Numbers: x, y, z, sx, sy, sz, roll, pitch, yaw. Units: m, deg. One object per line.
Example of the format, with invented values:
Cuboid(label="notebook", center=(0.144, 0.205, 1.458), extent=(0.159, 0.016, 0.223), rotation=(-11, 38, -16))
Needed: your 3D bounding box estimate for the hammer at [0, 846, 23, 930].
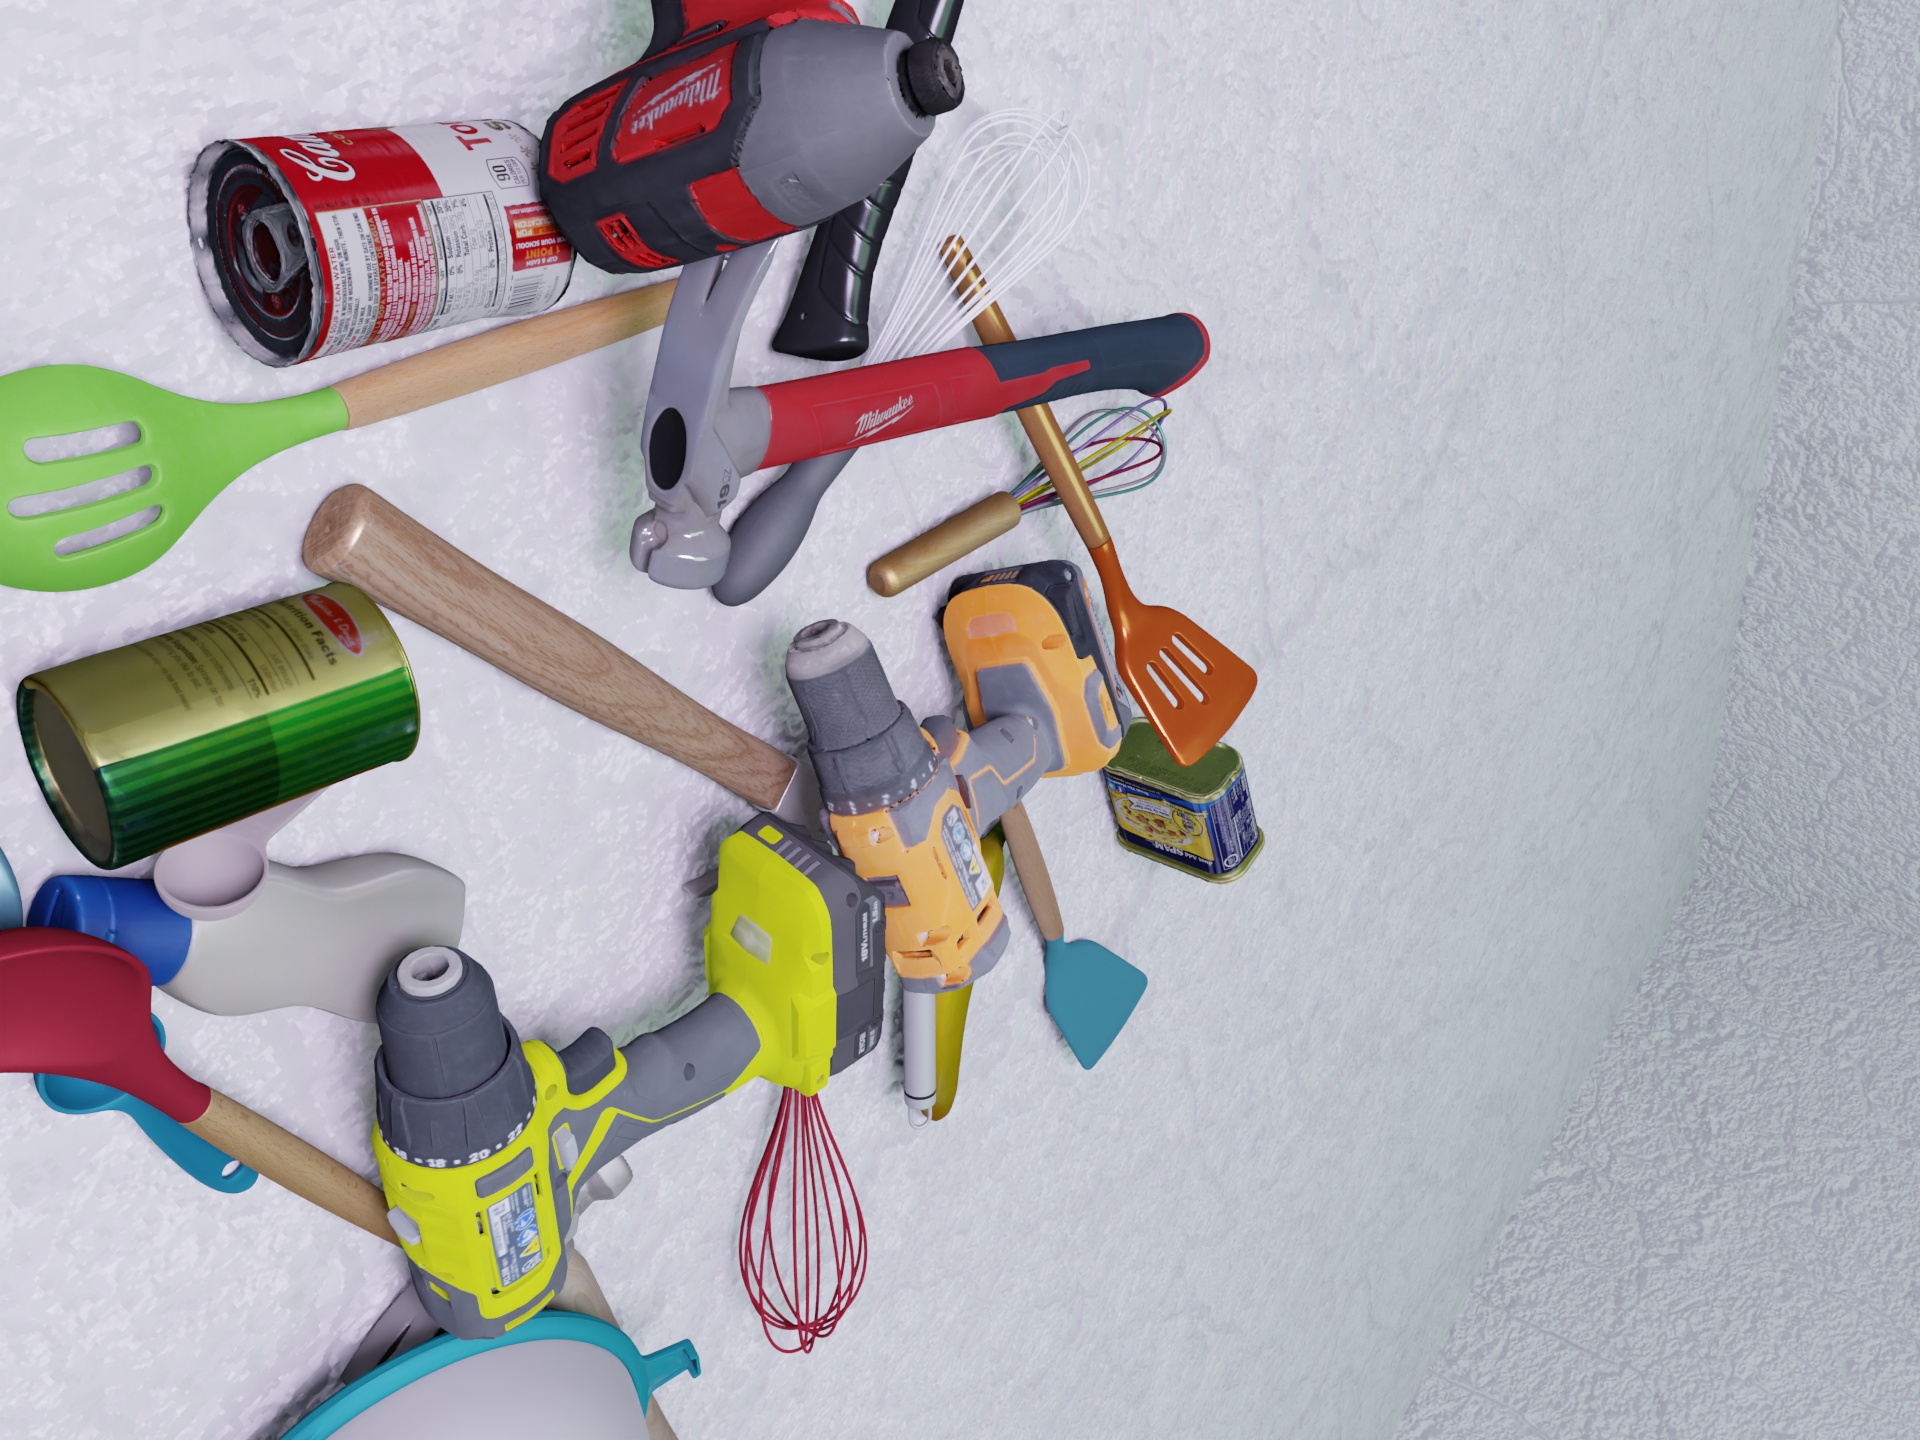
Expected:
Cuboid(label="hammer", center=(-0.390, 0.043, 0.366), extent=(0.330, 0.033, 0.128), rotation=(8, 99, -56))

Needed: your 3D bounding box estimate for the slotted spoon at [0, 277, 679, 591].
Cuboid(label="slotted spoon", center=(-0.198, -0.119, 0.561), extent=(0.314, 0.031, 0.070), rotation=(-34, 132, -43))

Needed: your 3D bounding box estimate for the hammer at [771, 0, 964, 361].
Cuboid(label="hammer", center=(-0.014, -0.309, 0.663), extent=(0.035, 0.146, 0.334), rotation=(-4, 121, -53))

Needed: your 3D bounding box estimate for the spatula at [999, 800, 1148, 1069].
Cuboid(label="spatula", center=(0.065, 0.127, 1.020), extent=(0.082, 0.044, 0.317), rotation=(-52, 150, -20))

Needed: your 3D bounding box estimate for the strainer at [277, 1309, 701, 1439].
Cuboid(label="strainer", center=(-0.244, 0.345, 0.633), extent=(0.211, 0.095, 0.340), rotation=(-54, 142, 3))

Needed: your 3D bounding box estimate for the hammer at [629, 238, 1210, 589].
Cuboid(label="hammer", center=(0.012, -0.166, 0.715), extent=(0.386, 0.038, 0.143), rotation=(-26, 143, -49))

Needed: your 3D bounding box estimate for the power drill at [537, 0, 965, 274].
Cuboid(label="power drill", center=(-0.062, -0.261, 0.525), extent=(0.078, 0.143, 0.220), rotation=(29, 59, -56))

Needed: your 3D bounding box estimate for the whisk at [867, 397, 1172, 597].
Cuboid(label="whisk", center=(0.039, -0.123, 0.882), extent=(0.245, 0.047, 0.051), rotation=(-34, 120, -36))

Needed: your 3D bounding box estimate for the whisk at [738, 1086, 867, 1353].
Cuboid(label="whisk", center=(-0.087, 0.211, 0.861), extent=(0.073, 0.073, 0.295), rotation=(-18, 114, -50))

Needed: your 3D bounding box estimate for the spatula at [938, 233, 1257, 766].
Cuboid(label="spatula", center=(0.071, -0.116, 0.857), extent=(0.081, 0.041, 0.322), rotation=(-46, 124, -25))

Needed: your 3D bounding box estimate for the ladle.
Cuboid(label="ladle", center=(-0.261, 0.148, 0.575), extent=(0.069, 0.031, 0.315), rotation=(-28, 145, -6))

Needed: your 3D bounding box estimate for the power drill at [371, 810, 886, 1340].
Cuboid(label="power drill", center=(-0.139, 0.133, 0.672), extent=(0.228, 0.080, 0.190), rotation=(-30, 138, -37))

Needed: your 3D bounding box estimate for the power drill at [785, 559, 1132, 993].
Cuboid(label="power drill", center=(-0.001, -0.003, 0.796), extent=(0.226, 0.084, 0.185), rotation=(-53, 128, -49))

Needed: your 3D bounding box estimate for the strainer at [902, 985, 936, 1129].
Cuboid(label="strainer", center=(-0.021, 0.123, 0.898), extent=(0.087, 0.050, 0.258), rotation=(-11, 114, -26))

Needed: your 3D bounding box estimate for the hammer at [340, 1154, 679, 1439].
Cuboid(label="hammer", center=(-0.177, 0.384, 0.837), extent=(0.146, 0.038, 0.410), rotation=(-44, 139, -31))

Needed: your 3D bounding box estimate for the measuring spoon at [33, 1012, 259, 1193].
Cuboid(label="measuring spoon", center=(-0.291, 0.138, 0.575), extent=(0.042, 0.021, 0.128), rotation=(-44, 148, -24))

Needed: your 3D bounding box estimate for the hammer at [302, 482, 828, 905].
Cuboid(label="hammer", center=(-0.145, -0.008, 0.687), extent=(0.331, 0.031, 0.130), rotation=(37, 75, -55))

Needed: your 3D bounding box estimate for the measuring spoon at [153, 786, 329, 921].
Cuboid(label="measuring spoon", center=(-0.235, 0.028, 0.559), extent=(0.124, 0.034, 0.018), rotation=(-65, 176, -51))

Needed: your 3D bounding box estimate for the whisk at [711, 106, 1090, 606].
Cuboid(label="whisk", center=(-0.030, -0.170, 0.741), extent=(0.284, 0.070, 0.070), rotation=(-56, 144, -7))
